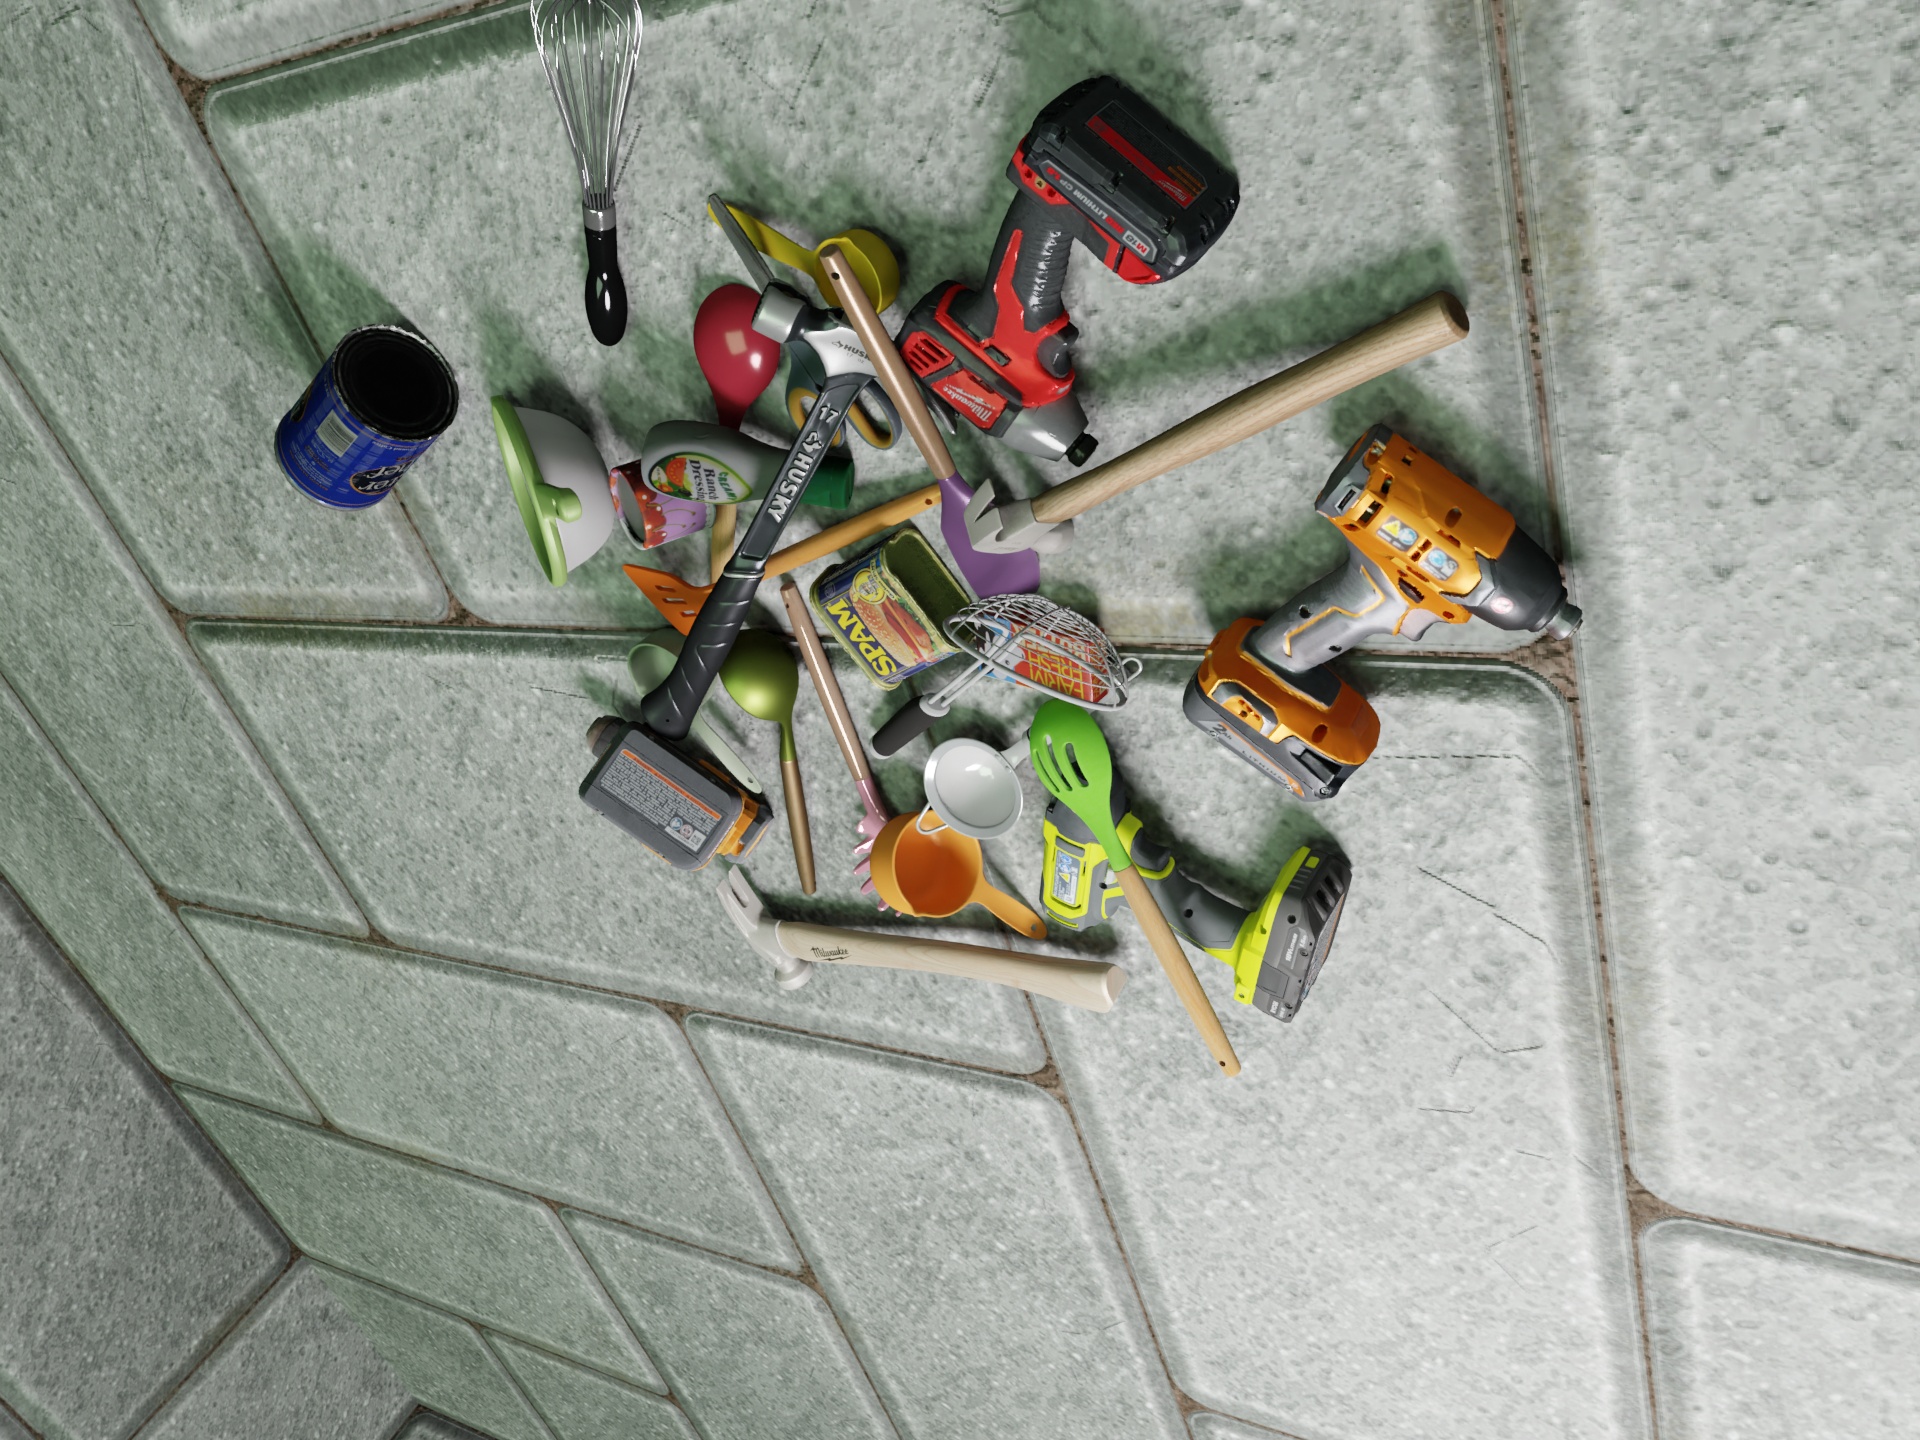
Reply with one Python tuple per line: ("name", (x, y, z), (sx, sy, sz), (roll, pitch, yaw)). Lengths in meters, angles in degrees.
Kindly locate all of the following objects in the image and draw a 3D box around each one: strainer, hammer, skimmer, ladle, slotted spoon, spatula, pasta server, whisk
("strainer", (-0.290, -0.176, 1.195), (0.256, 0.069, 0.151), (25, 132, 65))
("hammer", (-0.142, -0.120, 1.137), (0.149, 0.036, 0.408), (24, 132, -13))
("skimmer", (-0.002, -0.004, 1.128), (0.127, 0.090, 0.363), (19, 157, -17))
("ladle", (-0.158, 0.048, 1.365), (0.062, 0.078, 0.319), (0, 136, 2))
("hammer", (-0.041, 0.201, 1.406), (0.411, 0.038, 0.146), (1, 133, 38))
("slotted spoon", (0.130, 0.126, 1.143), (0.070, 0.031, 0.313), (-16, 107, 46))
("spatula", (-0.017, -0.178, 1.023), (0.060, 0.018, 0.315), (-6, 142, 23))
("hammer", (0.138, -0.167, 0.937), (0.331, 0.130, 0.031), (-22, 82, 36))
("pasta server", (-0.095, 0.028, 1.315), (0.060, 0.040, 0.316), (12, 132, 42))
("spatula", (-0.133, -0.125, 1.200), (0.322, 0.041, 0.081), (-18, 125, 34))
("ladle", (-0.176, -0.184, 1.194), (0.069, 0.031, 0.315), (27, 139, 12))
("whisk", (-0.244, -0.368, 1.060), (0.070, 0.070, 0.284), (27, 142, 14))
("strainer", (0.053, 0.018, 1.199), (0.087, 0.050, 0.258), (51, 133, -1))

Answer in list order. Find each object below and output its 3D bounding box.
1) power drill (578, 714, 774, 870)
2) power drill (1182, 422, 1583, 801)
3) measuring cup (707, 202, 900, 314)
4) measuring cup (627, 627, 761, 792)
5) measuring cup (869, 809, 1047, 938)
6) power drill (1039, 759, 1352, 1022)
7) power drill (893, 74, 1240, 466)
("power drill", (-0.256, 0.053, 1.354), (0.185, 0.084, 0.226), (35, 178, 2))
("power drill", (0.252, -0.051, 0.964), (0.164, 0.084, 0.226), (36, 135, 3))
("measuring cup", (-0.102, -0.310, 1.035), (0.157, 0.029, 0.062), (33, 143, 25))
("measuring cup", (-0.217, -0.010, 1.370), (0.083, 0.038, 0.167), (-19, 116, 44))
("measuring cup", (-0.002, 0.139, 1.329), (0.173, 0.095, 0.052), (36, 157, -28))
("power drill", (0.165, 0.117, 1.180), (0.223, 0.080, 0.171), (24, 137, 21))
("power drill", (0.059, -0.247, 0.932), (0.143, 0.078, 0.219), (40, 142, -1))
